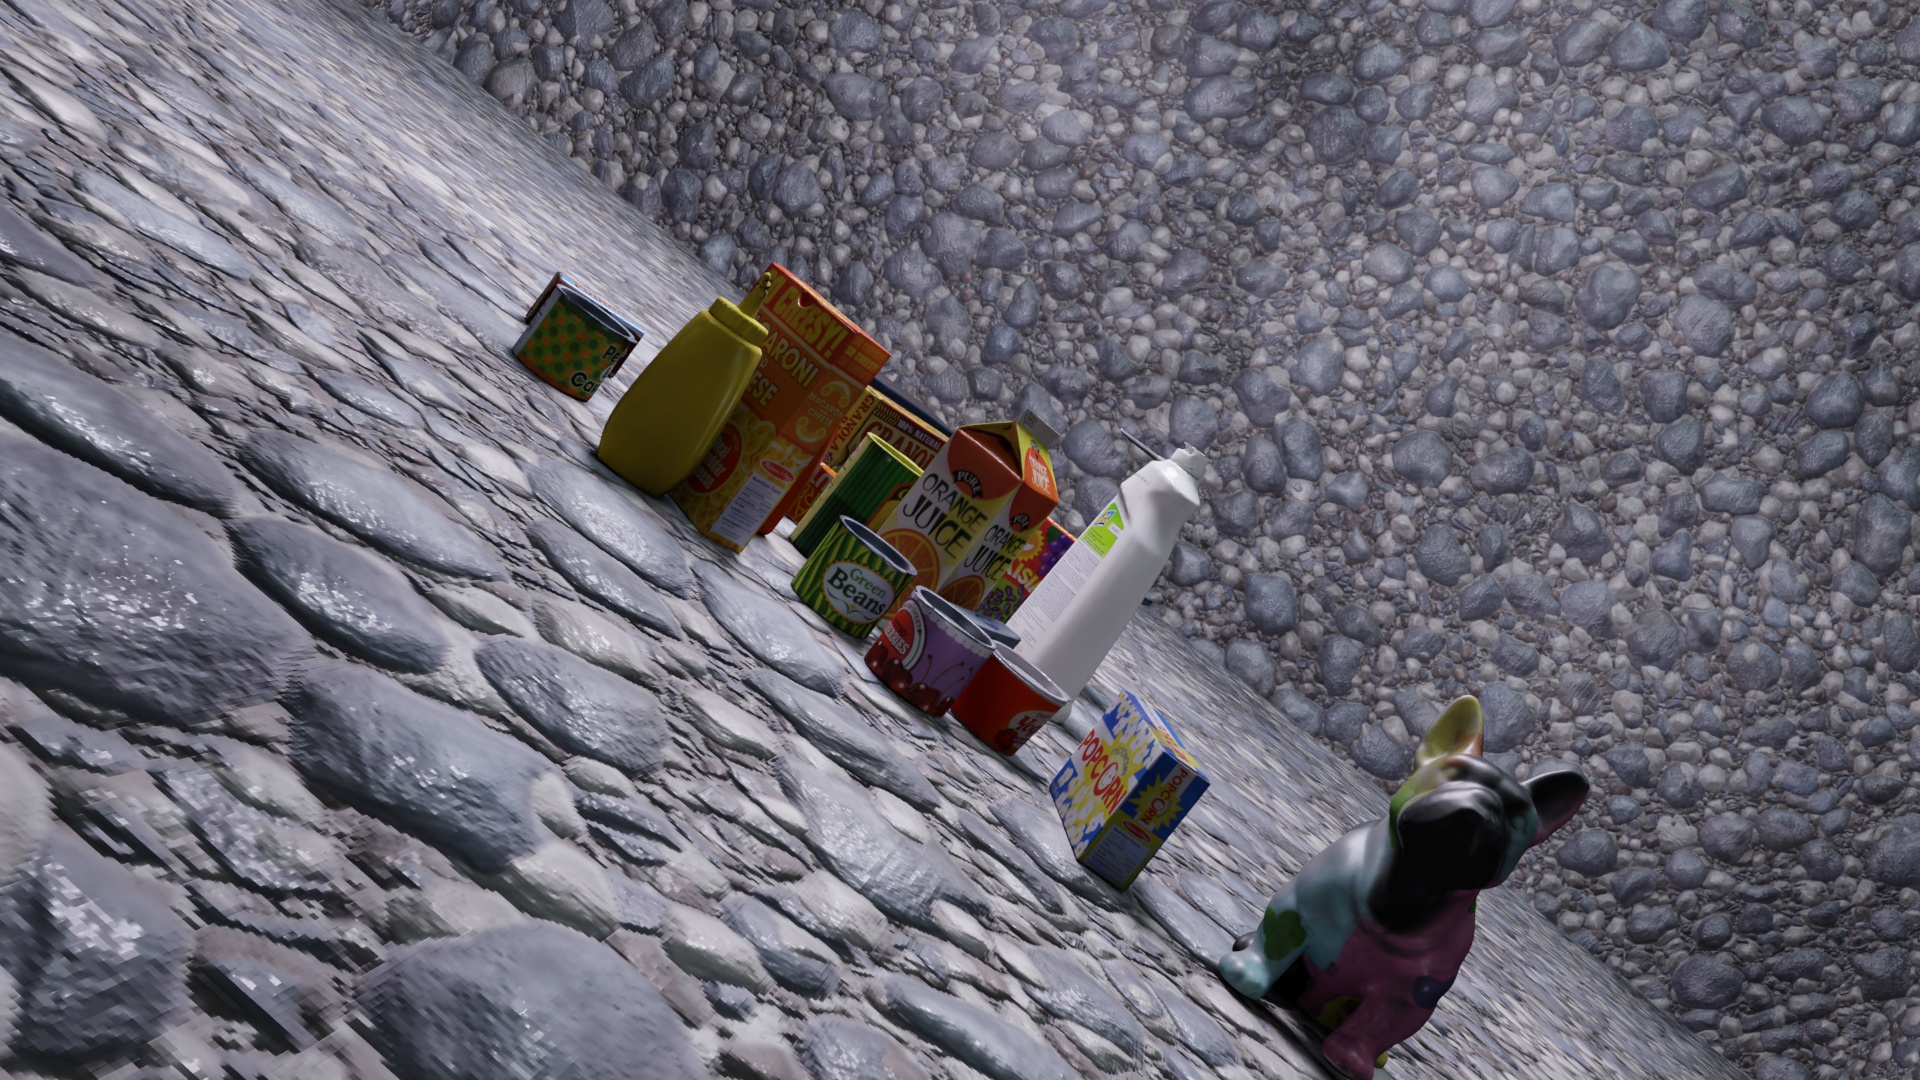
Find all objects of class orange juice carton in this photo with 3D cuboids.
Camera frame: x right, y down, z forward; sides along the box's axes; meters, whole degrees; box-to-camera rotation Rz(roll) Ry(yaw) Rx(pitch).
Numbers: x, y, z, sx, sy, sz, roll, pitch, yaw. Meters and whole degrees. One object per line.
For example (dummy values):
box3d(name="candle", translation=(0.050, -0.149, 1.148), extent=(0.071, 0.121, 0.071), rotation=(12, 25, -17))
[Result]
box3d(name="orange juice carton", translation=(0.004, -0.013, 1.035), extent=(0.073, 0.192, 0.072), rotation=(41, 6, 28))

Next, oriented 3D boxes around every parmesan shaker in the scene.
box3d(name="parmesan shaker", translation=(-0.076, -0.024, 1.081), extent=(0.071, 0.103, 0.071), rotation=(37, 5, -4))

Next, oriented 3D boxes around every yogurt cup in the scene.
box3d(name="yogurt cup", translation=(0.030, 0.108, 0.940), extent=(0.072, 0.054, 0.072), rotation=(37, 6, -4))

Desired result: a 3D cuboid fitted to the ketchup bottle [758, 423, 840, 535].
box3d(name="ketchup bottle", translation=(-0.121, -0.079, 1.019), extent=(0.065, 0.148, 0.043), rotation=(42, 7, 36))

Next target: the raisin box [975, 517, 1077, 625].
box3d(name="raisin box", translation=(0.060, 0.038, 1.312), extent=(0.086, 0.123, 0.040), rotation=(39, 6, 18))

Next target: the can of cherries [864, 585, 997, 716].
box3d(name="can of cherries", translation=(-0.021, 0.071, 0.898), extent=(0.071, 0.058, 0.071), rotation=(37, 6, -4))

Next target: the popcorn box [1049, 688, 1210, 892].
box3d(name="popcorn box", translation=(0.103, 0.153, 0.871), extent=(0.038, 0.085, 0.127), rotation=(37, 6, -10))

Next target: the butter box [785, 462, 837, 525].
box3d(name="butter box", translation=(-0.144, -0.055, 1.161), extent=(0.103, 0.053, 0.024), rotation=(39, 5, 9))

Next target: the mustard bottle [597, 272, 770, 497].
box3d(name="mustard bottle", translation=(-0.167, -0.105, 0.893), extent=(0.065, 0.160, 0.049), rotation=(37, 5, -11))

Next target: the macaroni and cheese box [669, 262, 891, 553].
box3d(name="macaroni and cheese box", translation=(-0.138, -0.093, 0.939), extent=(0.040, 0.166, 0.124), rotation=(32, 8, -47))

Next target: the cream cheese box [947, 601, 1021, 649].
box3d(name="cream cheese box", translation=(0.002, 0.078, 1.005), extent=(0.024, 0.053, 0.104), rotation=(40, 6, 26))

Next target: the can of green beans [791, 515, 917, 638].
box3d(name="can of green beans", translation=(-0.073, 0.025, 0.947), extent=(0.071, 0.058, 0.071), rotation=(37, 6, -4))

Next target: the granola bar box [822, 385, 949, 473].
box3d(name="granola bar box", translation=(-0.081, -0.065, 1.267), extent=(0.039, 0.124, 0.165), rotation=(40, 6, 27))

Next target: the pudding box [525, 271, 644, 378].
box3d(name="pudding box", translation=(-0.310, -0.178, 1.149), extent=(0.083, 0.049, 0.030), rotation=(34, 6, -29))

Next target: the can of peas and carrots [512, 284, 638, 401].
box3d(name="can of peas and carrots", translation=(-0.278, -0.141, 1.006), extent=(0.071, 0.058, 0.071), rotation=(37, 6, -4))
